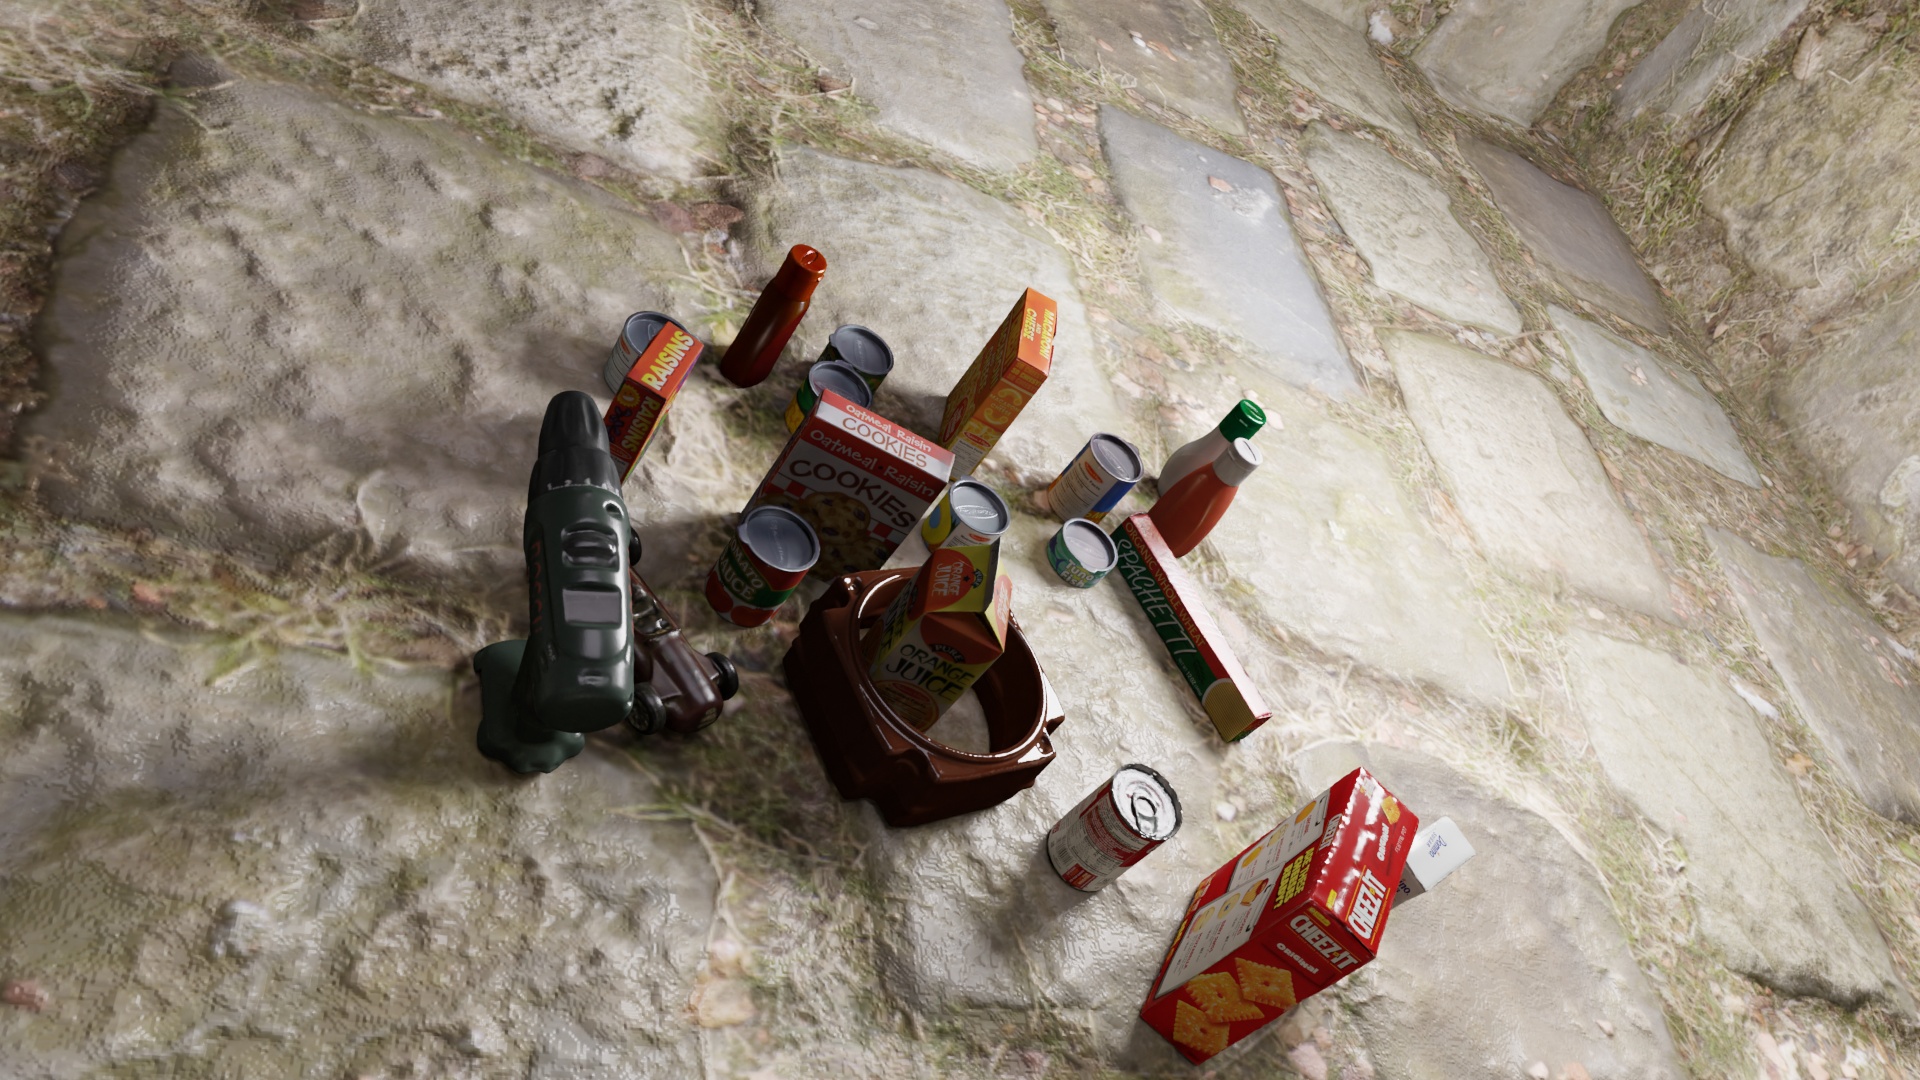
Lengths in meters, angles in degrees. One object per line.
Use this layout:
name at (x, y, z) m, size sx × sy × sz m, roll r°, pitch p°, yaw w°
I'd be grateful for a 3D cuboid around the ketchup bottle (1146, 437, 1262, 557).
ketchup bottle at (0.257, -0.048, 1.463) m, size 0.043 × 0.148 × 0.065 m, roll 1°, pitch 53°, yaw -38°

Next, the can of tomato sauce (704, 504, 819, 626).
can of tomato sauce at (-0.163, 0.022, 1.127) m, size 0.071 × 0.082 × 0.071 m, roll 21°, pitch 43°, yaw -21°

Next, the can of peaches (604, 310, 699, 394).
can of peaches at (-0.273, -0.159, 1.230) m, size 0.071 × 0.057 × 0.071 m, roll 21°, pitch 43°, yaw -21°

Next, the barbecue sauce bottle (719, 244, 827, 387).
barbecue sauce bottle at (-0.170, -0.208, 1.284) m, size 0.043 × 0.147 × 0.065 m, roll 39°, pitch 40°, yaw -1°

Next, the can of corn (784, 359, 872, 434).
can of corn at (-0.125, -0.128, 1.314) m, size 0.071 × 0.058 × 0.071 m, roll 21°, pitch 43°, yaw -21°

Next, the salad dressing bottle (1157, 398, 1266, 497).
salad dressing bottle at (0.276, -0.094, 1.521) m, size 0.064 × 0.147 × 0.044 m, roll 43°, pitch 40°, yaw 3°

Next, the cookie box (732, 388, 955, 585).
cookie box at (-0.100, -0.037, 1.165) m, size 0.123 × 0.166 × 0.040 m, roll 26°, pitch 42°, yaw -16°

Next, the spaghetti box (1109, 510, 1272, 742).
spaghetti box at (0.224, 0.084, 1.393) m, size 0.029 × 0.050 × 0.251 m, roll -7°, pitch 58°, yaw -41°

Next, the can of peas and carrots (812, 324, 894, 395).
can of peas and carrots at (-0.109, -0.169, 1.364) m, size 0.071 × 0.058 × 0.071 m, roll 21°, pitch 43°, yaw -21°

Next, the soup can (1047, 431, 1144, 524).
soup can at (0.141, -0.062, 1.437) m, size 0.071 × 0.083 × 0.072 m, roll 21°, pitch 43°, yaw -21°

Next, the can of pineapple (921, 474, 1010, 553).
can of pineapple at (0.005, -0.016, 1.311) m, size 0.071 × 0.057 × 0.071 m, roll 21°, pitch 43°, yaw -21°

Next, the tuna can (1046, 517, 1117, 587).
tuna can at (0.121, 0.014, 1.391) m, size 0.071 × 0.032 × 0.071 m, roll 21°, pitch 43°, yaw -21°

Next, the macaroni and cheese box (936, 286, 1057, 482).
macaroni and cheese box at (0.035, -0.152, 1.376) m, size 0.040 × 0.165 × 0.124 m, roll 27°, pitch 41°, yaw -15°

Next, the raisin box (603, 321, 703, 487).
raisin box at (-0.263, -0.108, 1.139) m, size 0.040 × 0.122 × 0.086 m, roll 32°, pitch 40°, yaw -10°

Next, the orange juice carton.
orange juice carton at (-0.019, 0.076, 1.101) m, size 0.073 × 0.191 × 0.072 m, roll 27°, pitch 41°, yaw -15°
